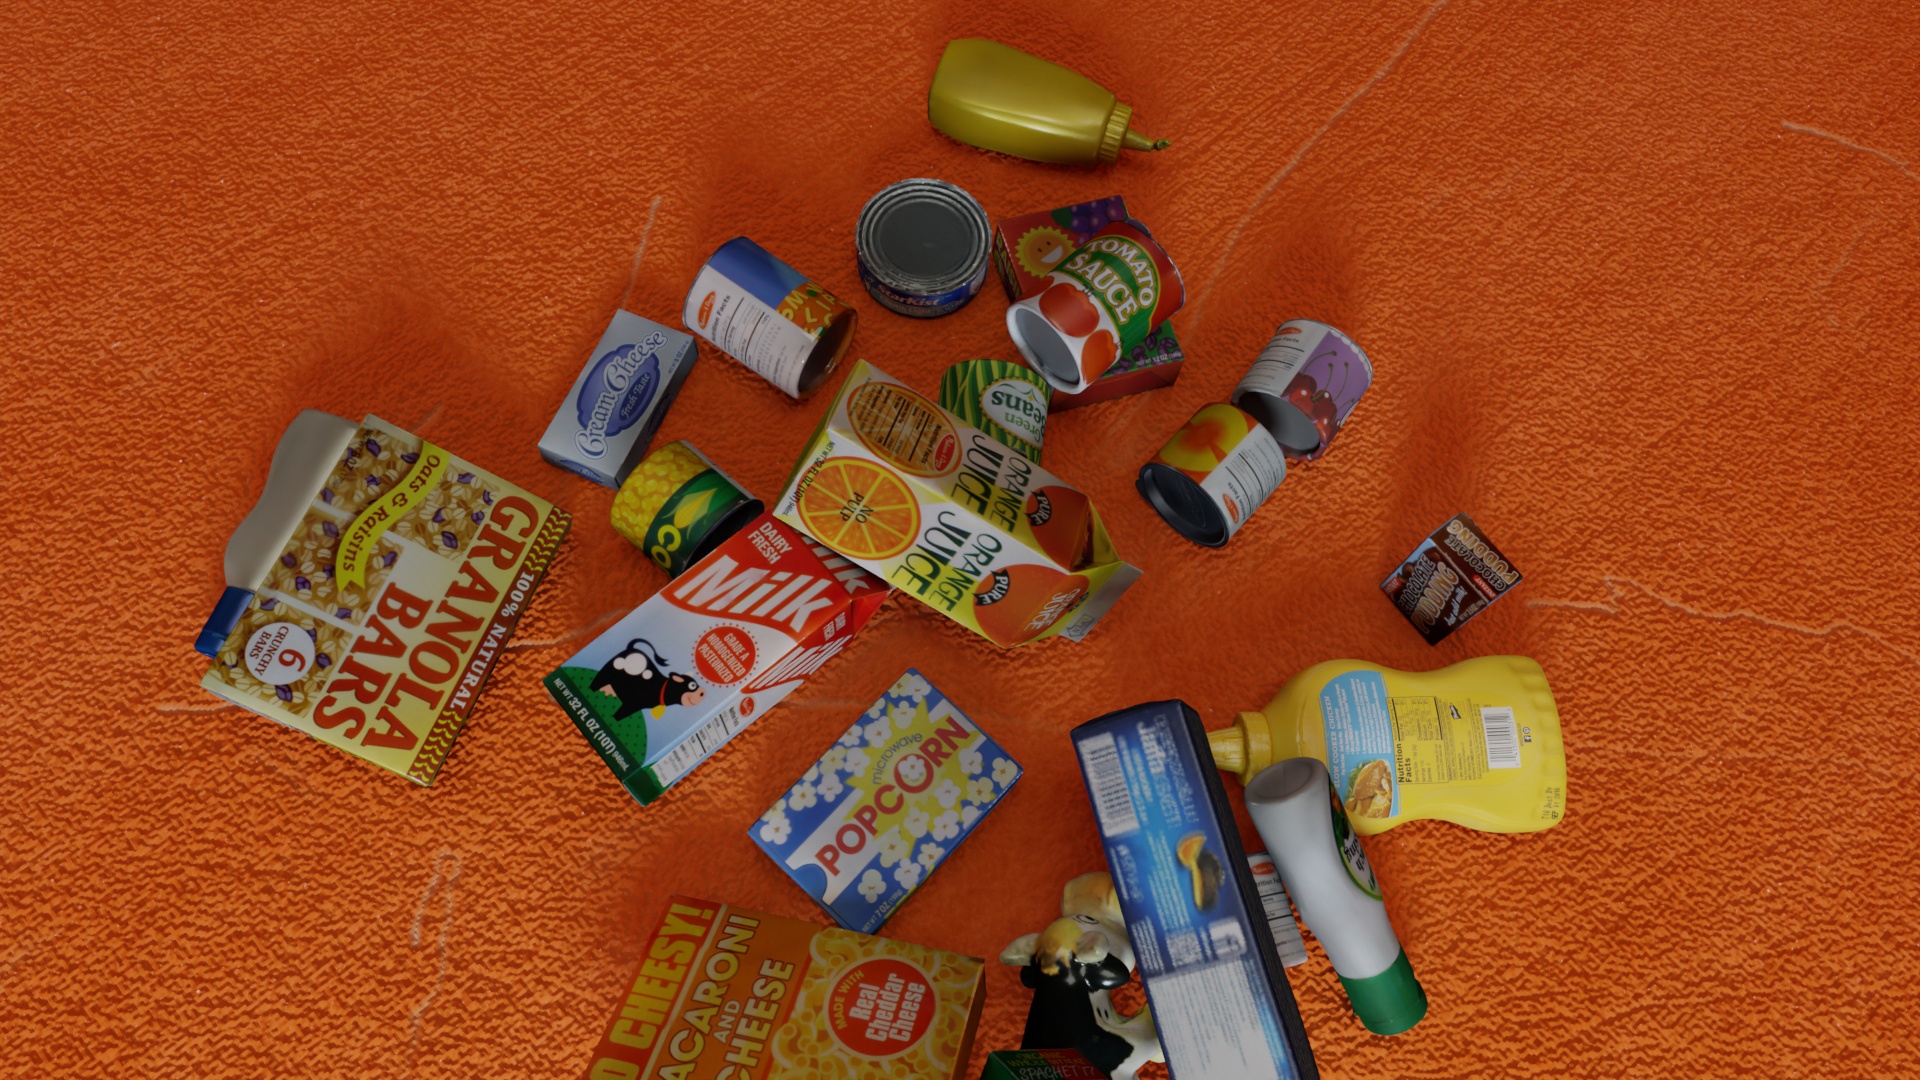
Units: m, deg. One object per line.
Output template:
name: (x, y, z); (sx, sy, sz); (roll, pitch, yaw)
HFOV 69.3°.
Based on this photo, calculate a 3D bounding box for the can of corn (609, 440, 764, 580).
can of corn: (-0.156, -0.013, 0.785); (0.058, 0.071, 0.071); (39, 71, 12)

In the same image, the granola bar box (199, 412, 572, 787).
granola bar box: (-0.305, 0.033, 0.754); (0.124, 0.039, 0.166); (28, 68, -13)

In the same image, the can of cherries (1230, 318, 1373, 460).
can of cherries: (0.208, -0.089, 0.841); (0.071, 0.071, 0.058); (34, 70, 9)

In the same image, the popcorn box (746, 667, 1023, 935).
popcorn box: (-0.039, 0.142, 0.746); (0.085, 0.038, 0.127); (42, 71, 11)

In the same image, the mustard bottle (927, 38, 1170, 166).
mustard bottle: (0.060, -0.279, 0.915); (0.160, 0.048, 0.065); (19, 69, 3)

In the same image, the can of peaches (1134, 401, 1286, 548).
can of peaches: (0.147, -0.040, 0.817); (0.071, 0.071, 0.058); (41, 72, 12)

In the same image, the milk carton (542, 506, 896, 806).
milk carton: (-0.122, 0.052, 0.758); (0.191, 0.073, 0.072); (-38, 75, -17)

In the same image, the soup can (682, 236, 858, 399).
soup can: (-0.112, -0.135, 0.838); (0.084, 0.071, 0.071); (34, 70, 9)

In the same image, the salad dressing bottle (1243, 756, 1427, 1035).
salad dressing bottle: (0.194, 0.183, 0.711); (0.044, 0.064, 0.147); (-24, 103, 17)

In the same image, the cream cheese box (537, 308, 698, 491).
cream cheese box: (-0.204, -0.085, 0.834); (0.053, 0.024, 0.104); (21, 68, 6)

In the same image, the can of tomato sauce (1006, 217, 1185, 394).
can of tomato sauce: (0.078, -0.136, 0.805); (0.083, 0.071, 0.071); (-41, 76, -16)

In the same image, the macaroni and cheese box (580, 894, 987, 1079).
macaroni and cheese box: (-0.083, 0.245, 0.662); (0.166, 0.040, 0.124); (8, 43, 13)

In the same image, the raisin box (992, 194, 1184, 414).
raisin box: (0.079, -0.149, 0.870); (0.086, 0.040, 0.123); (-15, 71, -8)

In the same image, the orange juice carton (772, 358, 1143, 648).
orange juice carton: (0.003, -0.010, 0.764); (0.192, 0.071, 0.073); (31, 39, -9)

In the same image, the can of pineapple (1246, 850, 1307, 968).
can of pineapple: (0.138, 0.199, 0.722); (0.071, 0.070, 0.058); (-13, 70, -8)

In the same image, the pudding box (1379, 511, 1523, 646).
pudding box: (0.277, 0.023, 0.790); (0.030, 0.083, 0.050); (-34, 75, -15)

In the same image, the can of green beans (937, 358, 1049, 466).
can of green beans: (0.017, -0.066, 0.818); (0.071, 0.071, 0.058); (9, 68, 0)

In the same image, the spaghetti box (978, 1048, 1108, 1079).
spaghetti box: (-0.005, 0.337, 0.604); (0.050, 0.029, 0.249); (15, 100, -36)

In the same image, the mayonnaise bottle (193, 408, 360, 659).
mayonnaise bottle: (-0.375, 0.001, 0.780); (0.065, 0.041, 0.148); (21, 69, 0)
